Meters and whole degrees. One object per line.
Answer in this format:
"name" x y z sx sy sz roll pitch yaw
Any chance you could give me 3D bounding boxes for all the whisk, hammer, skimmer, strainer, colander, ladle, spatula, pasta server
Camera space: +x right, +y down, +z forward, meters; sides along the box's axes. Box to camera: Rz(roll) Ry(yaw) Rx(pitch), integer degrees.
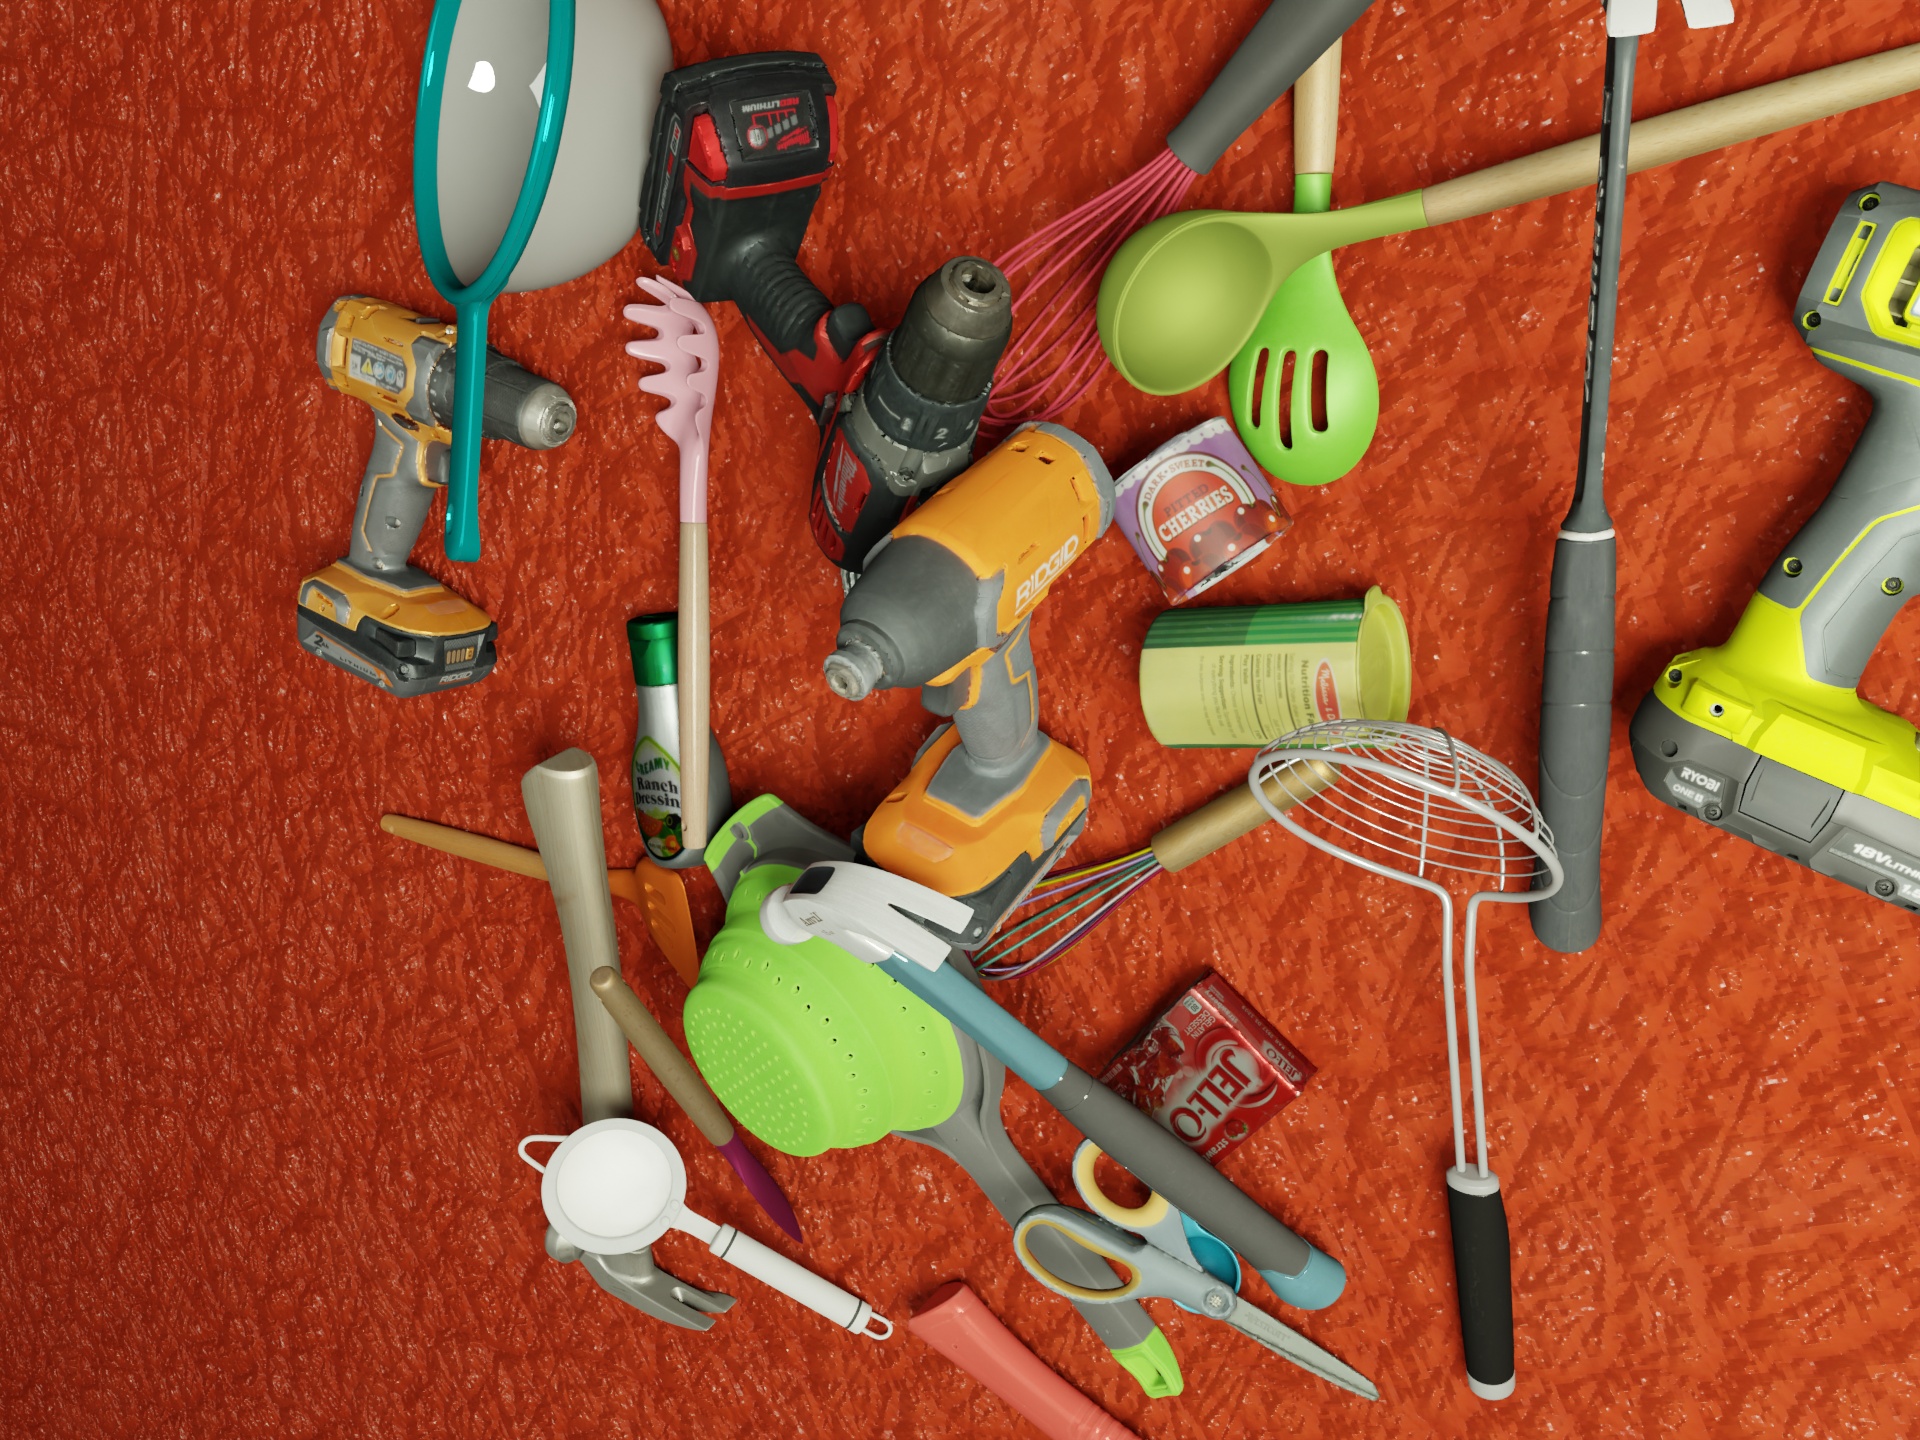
"whisk" 0.082 0.074 0.791 0.245 0.051 0.047 -34 79 33
"hammer" -0.219 0.209 1.004 0.146 0.038 0.410 15 120 28
"skimmer" 0.201 0.162 0.681 0.127 0.090 0.363 9 118 43
"whisk" 0.083 -0.227 0.676 0.073 0.073 0.295 53 128 9
"strainer" -0.213 -0.250 0.828 0.211 0.095 0.340 16 102 54
"hammer" 0.118 0.438 0.877 0.359 0.037 0.149 30 125 24
"colander" -0.031 0.229 0.858 0.397 0.094 0.204 51 142 3
"strainer" -0.154 0.317 0.981 0.258 0.050 0.087 31 92 -5
"ladle" 0.203 -0.192 0.598 0.320 0.078 0.062 -10 58 24
"hammer" 0.227 -0.081 0.568 0.036 0.149 0.408 -1 123 14
"hammer" 0.053 0.177 0.760 0.331 0.033 0.128 40 154 -10
"spatula" -0.280 0.099 1.041 0.323 0.041 0.081 10 117 32
"pasta server" -0.155 -0.083 0.883 0.060 0.040 0.316 12 104 51

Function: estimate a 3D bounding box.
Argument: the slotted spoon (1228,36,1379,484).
"slotted spoon" 0.145 -0.254 0.659 0.070 0.031 0.313 10 108 35

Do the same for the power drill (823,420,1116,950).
"power drill" -0.001 -0.002 0.715 0.084 0.164 0.226 26 139 24

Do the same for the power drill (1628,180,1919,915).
"power drill" 0.350 -0.053 0.554 0.171 0.080 0.223 27 115 25

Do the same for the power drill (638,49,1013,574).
"power drill" -0.058 -0.199 0.724 0.227 0.080 0.187 61 152 16

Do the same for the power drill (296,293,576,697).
"power drill" -0.322 -0.131 0.979 0.185 0.084 0.226 23 111 25

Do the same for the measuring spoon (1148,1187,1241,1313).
"measuring spoon" 0.112 0.248 0.842 0.042 0.021 0.129 -22 82 14

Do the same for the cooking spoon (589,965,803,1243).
"cooking spoon" -0.142 0.222 0.894 0.069 0.017 0.318 42 162 36
